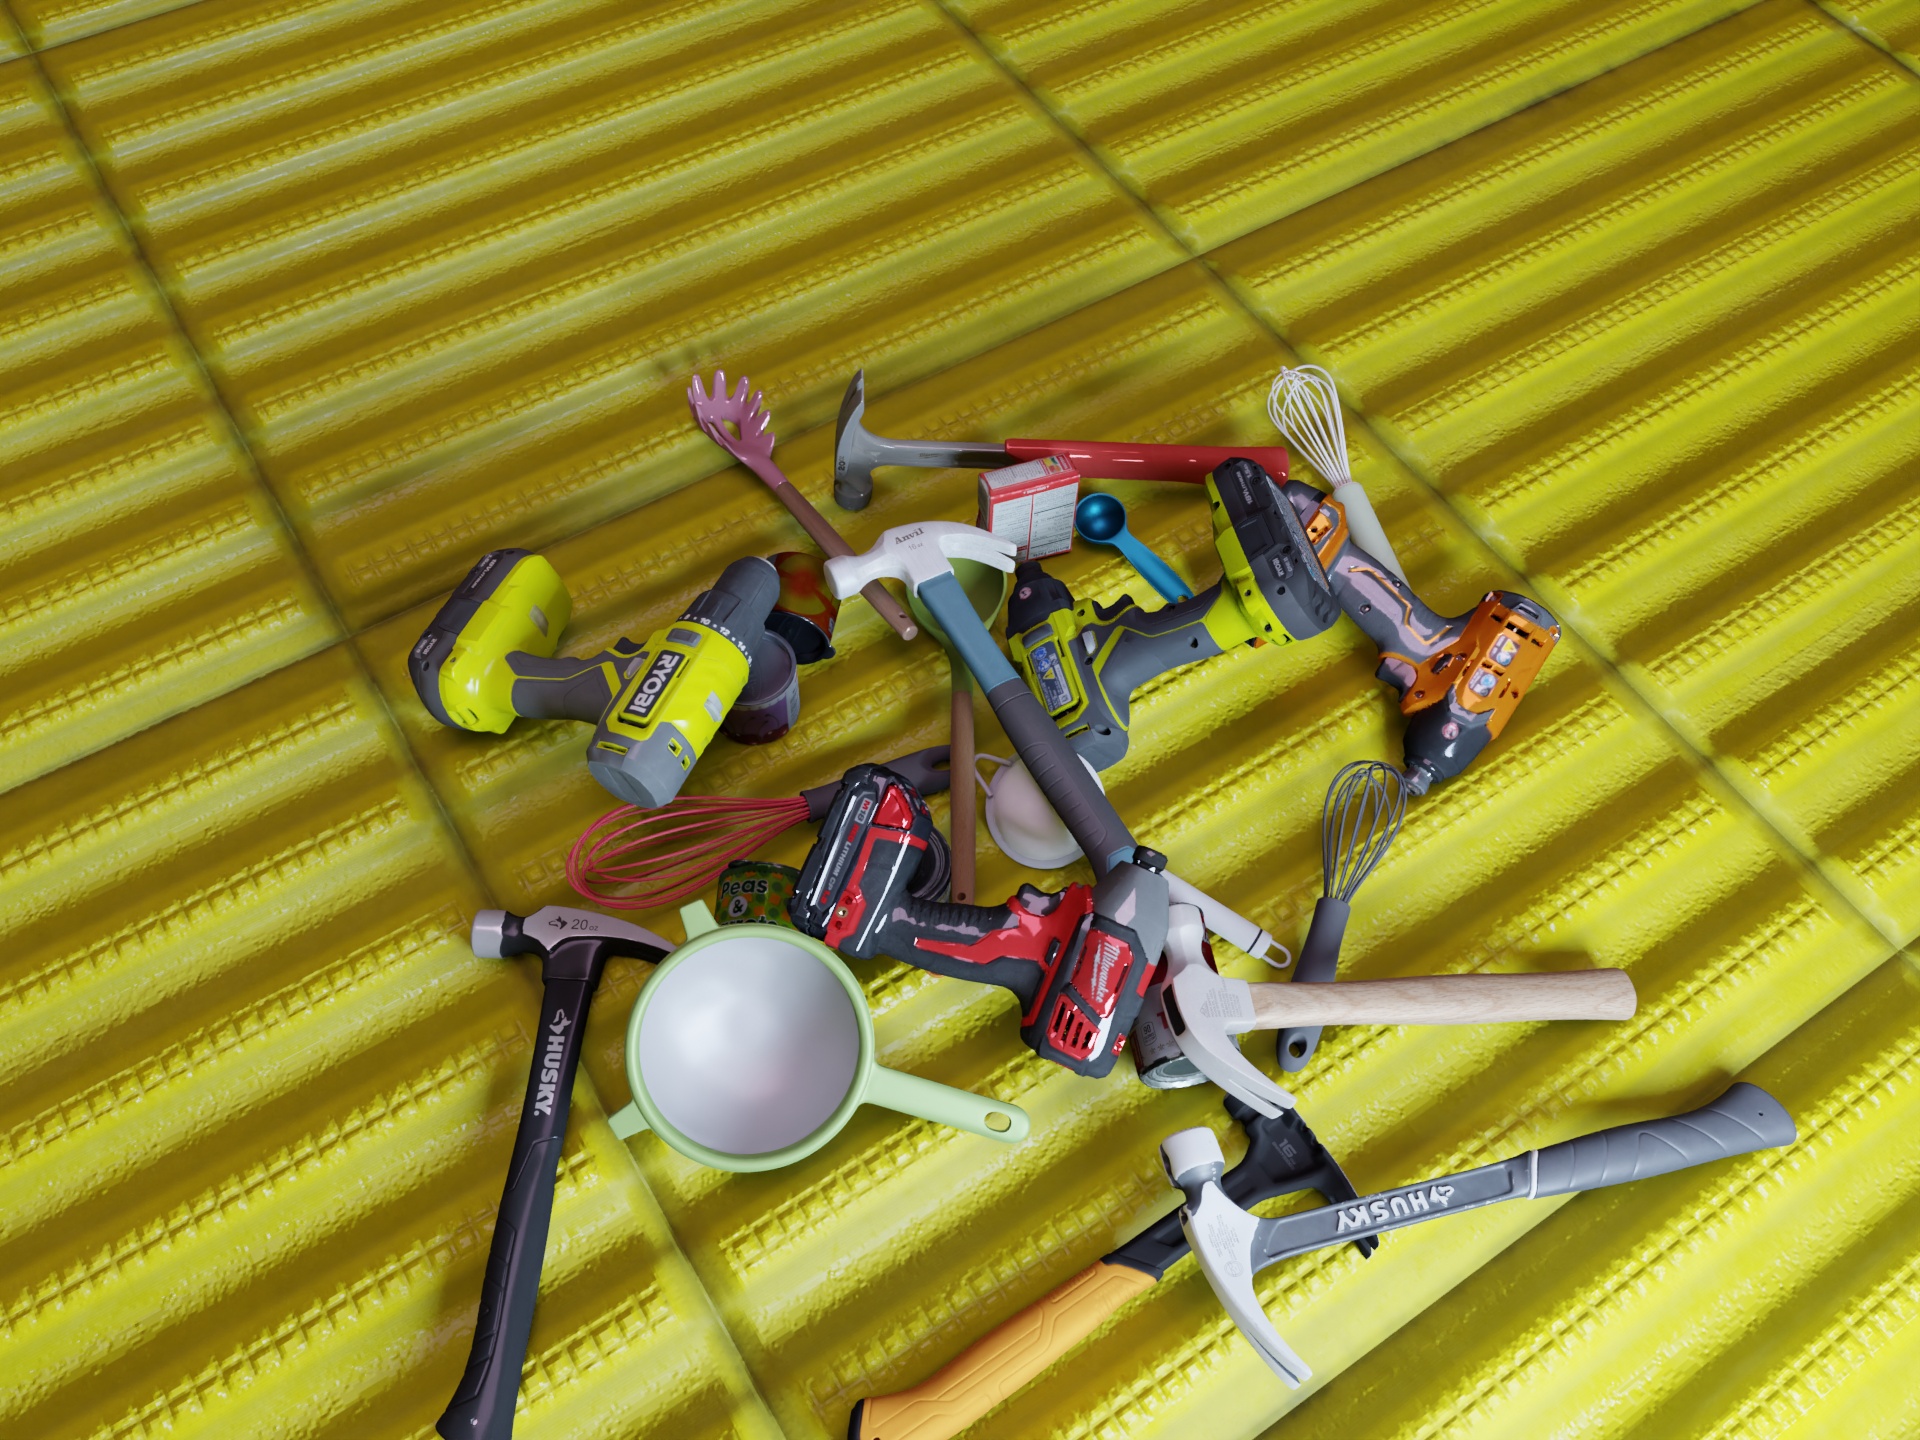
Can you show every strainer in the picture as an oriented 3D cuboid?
[{"bbox_3d":[0.113,0.095,1.086,0.258,0.050,0.087,32,98,8],"label":"strainer"},{"bbox_3d":[-0.081,0.214,0.996,0.256,0.069,0.151,19,88,-9],"label":"strainer"}]

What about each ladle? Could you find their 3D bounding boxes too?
[{"bbox_3d":[-0.002,-0.004,1.117,0.078,0.062,0.320,-9,51,11],"label":"ladle"}]

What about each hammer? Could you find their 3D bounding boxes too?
[{"bbox_3d":[-0.254,0.272,0.970,0.146,0.035,0.335,3,58,0],"label":"hammer"},{"bbox_3d":[0.330,0.282,0.959,0.409,0.036,0.149,-8,55,-16],"label":"hammer"},{"bbox_3d":[0.086,0.345,0.940,0.337,0.034,0.127,-28,62,-18],"label":"hammer"},{"bbox_3d":[0.036,-0.010,1.086,0.128,0.033,0.331,-25,63,-16],"label":"hammer"},{"bbox_3d":[0.285,0.180,1.009,0.331,0.031,0.130,2,58,-17],"label":"hammer"},{"bbox_3d":[0.083,-0.209,1.234,0.359,0.149,0.037,1,66,-9],"label":"hammer"}]

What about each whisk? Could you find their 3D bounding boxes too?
[{"bbox_3d":[0.255,0.128,1.076,0.055,0.055,0.239,19,65,9],"label":"whisk"},{"bbox_3d":[-0.124,0.066,1.093,0.296,0.073,0.073,-16,60,-20],"label":"whisk"},{"bbox_3d":[0.307,-0.189,1.277,0.058,0.059,0.247,-29,61,23],"label":"whisk"}]

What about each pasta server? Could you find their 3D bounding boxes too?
[{"bbox_3d":[-0.123,-0.169,1.227,0.060,0.040,0.316,-19,52,-31],"label":"pasta server"}]

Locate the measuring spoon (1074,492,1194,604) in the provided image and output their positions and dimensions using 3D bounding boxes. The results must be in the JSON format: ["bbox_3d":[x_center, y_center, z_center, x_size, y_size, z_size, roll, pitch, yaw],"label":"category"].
[{"bbox_3d":[0.139,-0.126,1.248,0.042,0.021,0.129,-41,77,-9],"label":"measuring spoon"}]

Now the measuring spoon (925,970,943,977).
[{"bbox_3d":[-0.053,0.138,1.077,0.117,0.011,0.021,34,55,21],"label":"measuring spoon"}]

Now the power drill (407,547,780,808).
[{"bbox_3d":[-0.247,-0.049,1.103,0.229,0.080,0.191,13,59,26],"label":"power drill"}]

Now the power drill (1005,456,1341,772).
[{"bbox_3d":[0.139,-0.083,1.130,0.223,0.080,0.171,-29,59,22],"label":"power drill"}]

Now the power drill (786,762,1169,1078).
[{"bbox_3d":[0.018,0.113,0.983,0.220,0.078,0.143,23,86,13],"label":"power drill"}]

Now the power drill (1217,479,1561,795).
[{"bbox_3d":[0.300,-0.058,1.167,0.226,0.084,0.164,33,79,12],"label":"power drill"}]
